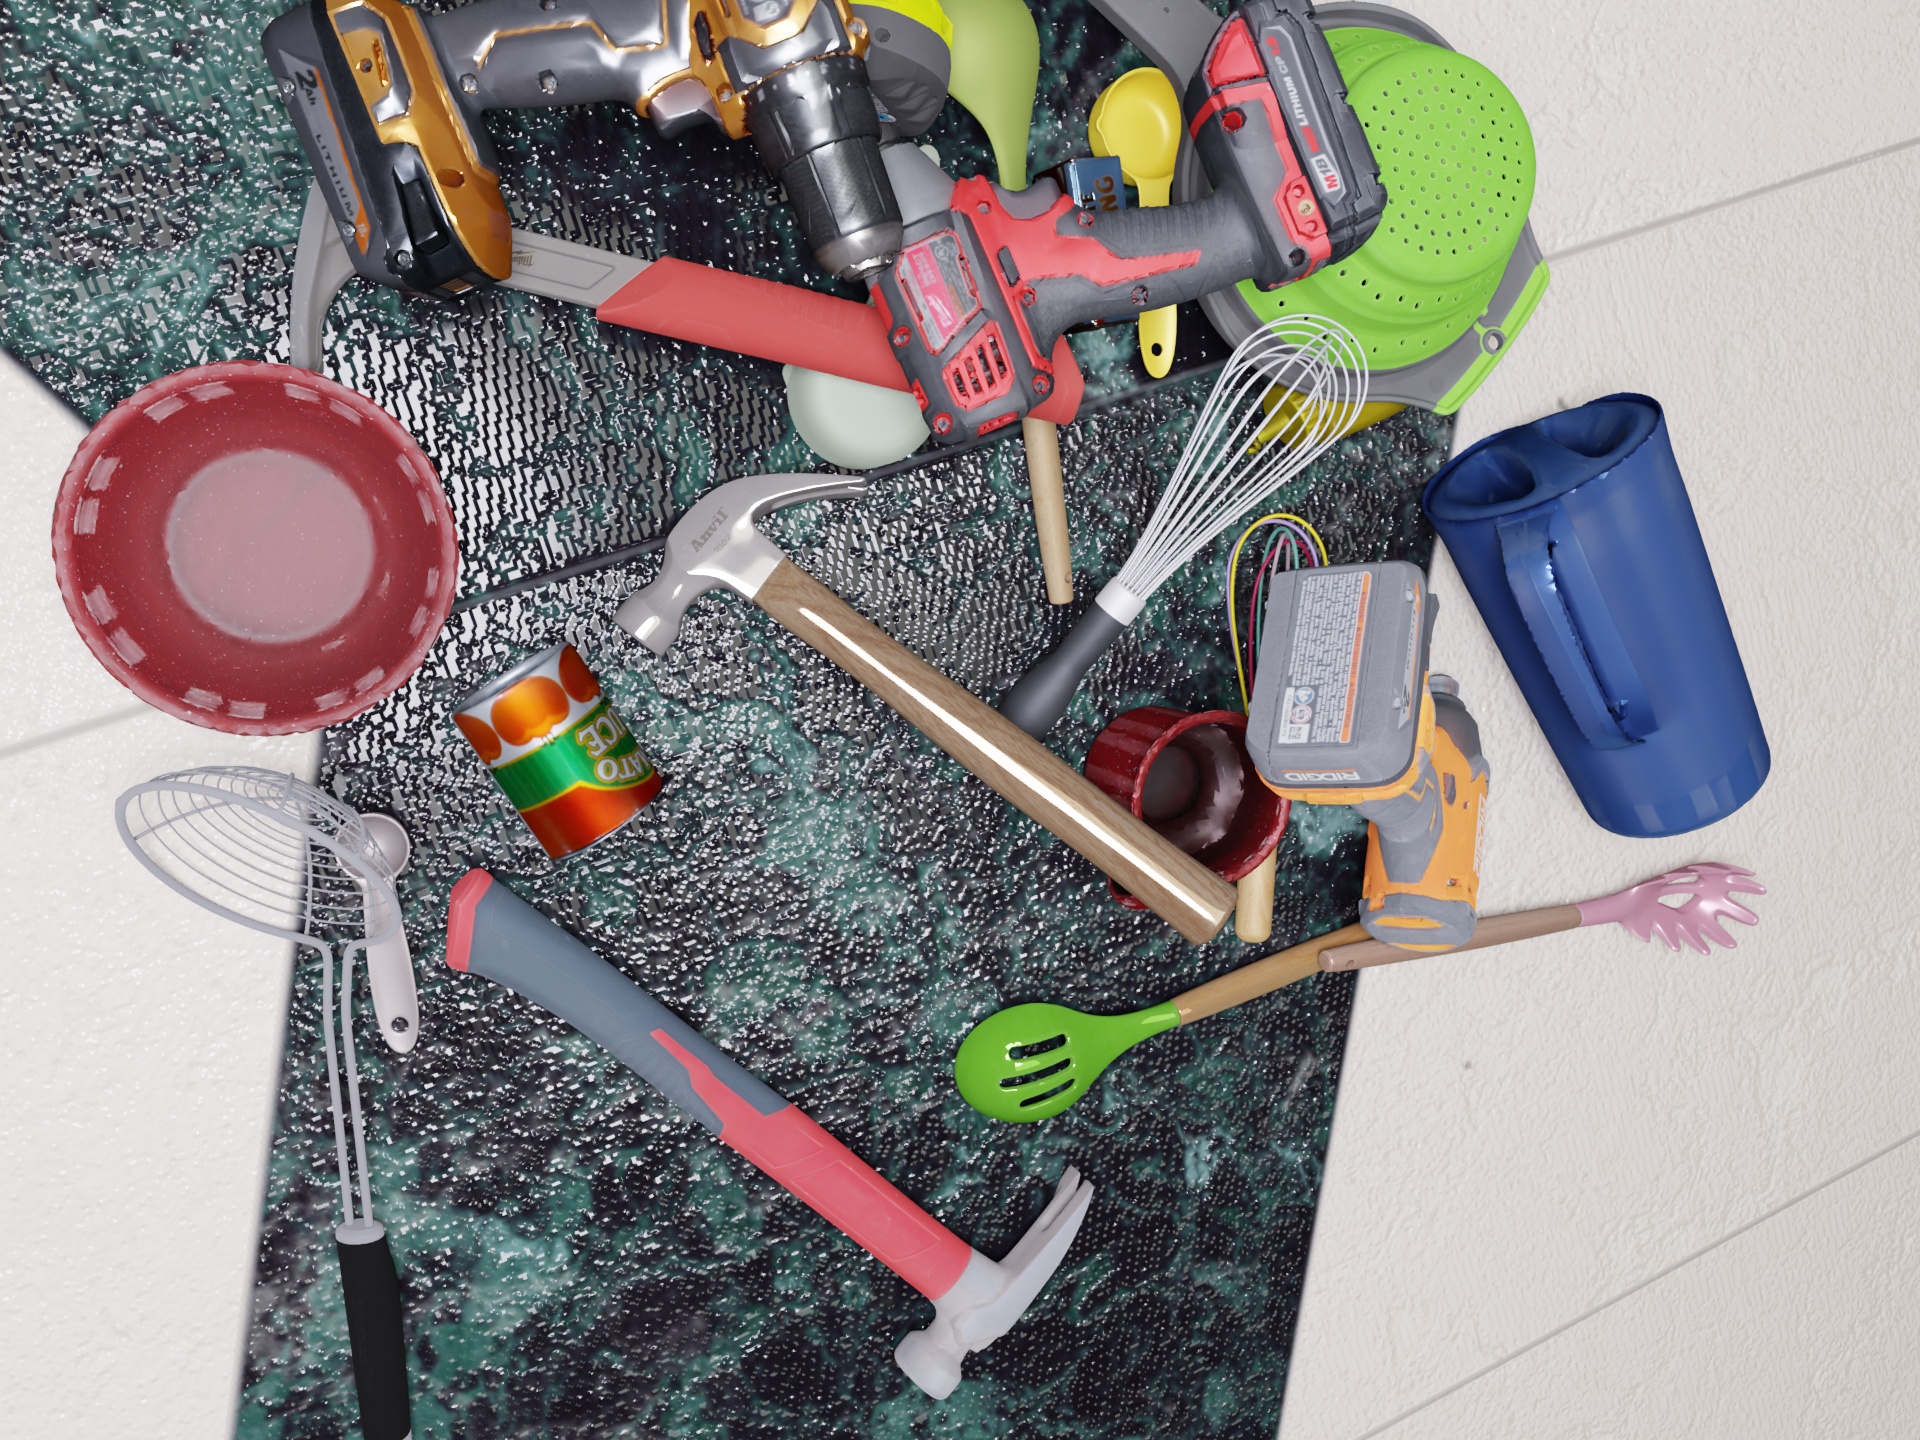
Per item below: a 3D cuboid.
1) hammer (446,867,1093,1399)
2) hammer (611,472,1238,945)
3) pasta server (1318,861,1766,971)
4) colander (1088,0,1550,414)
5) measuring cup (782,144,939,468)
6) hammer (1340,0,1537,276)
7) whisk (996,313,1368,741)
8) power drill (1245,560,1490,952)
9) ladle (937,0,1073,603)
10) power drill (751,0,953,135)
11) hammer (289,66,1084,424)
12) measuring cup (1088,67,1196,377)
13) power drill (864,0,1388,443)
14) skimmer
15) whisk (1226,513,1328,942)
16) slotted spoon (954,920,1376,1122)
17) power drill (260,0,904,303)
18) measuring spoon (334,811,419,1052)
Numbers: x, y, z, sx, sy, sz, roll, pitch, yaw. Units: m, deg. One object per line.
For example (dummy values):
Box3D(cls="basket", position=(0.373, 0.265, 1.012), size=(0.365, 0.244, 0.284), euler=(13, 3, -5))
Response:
Box3D(cls="hammer", position=(-0.098, 0.194, 0.826), size=(0.386, 0.038, 0.143), euler=(43, 81, -19))
Box3D(cls="hammer", position=(-0.001, -0.003, 0.786), size=(0.331, 0.031, 0.130), euler=(37, 84, -1))
Box3D(cls="pasta server", position=(0.357, 0.126, 0.967), size=(0.316, 0.040, 0.060), euler=(-6, 113, -22))
Box3D(cls="colander", position=(0.155, -0.317, 0.782), size=(0.397, 0.094, 0.204), euler=(38, 84, -13))
Box3D(cls="measuring cup", position=(-0.034, -0.208, 0.795), size=(0.083, 0.038, 0.167), euler=(15, 94, -20))
Box3D(cls="hammer", position=(0.216, -0.450, 0.854), size=(0.144, 0.035, 0.405), euler=(-16, 102, -16))
Box3D(cls="whisk", position=(0.104, -0.086, 0.819), size=(0.070, 0.070, 0.284), euler=(33, 106, -20))
Box3D(cls="power drill", position=(0.230, 0.008, 0.849), size=(0.226, 0.084, 0.164), euler=(46, 50, -48))
Box3D(cls="ladle", position=(0.023, -0.216, 0.818), size=(0.078, 0.062, 0.320), euler=(-27, 115, -44))
Box3D(cls="power drill", position=(-0.061, -0.394, 0.722), size=(0.171, 0.080, 0.223), euler=(12, 93, 15))
Box3D(cls="hammer", position=(-0.119, -0.184, 0.742), size=(0.359, 0.037, 0.149), euler=(12, 92, -10))
Box3D(cls="measuring cup", position=(0.097, -0.261, 0.843), size=(0.062, 0.029, 0.156), euler=(-7, 102, -18))
Box3D(cls="power drill", position=(0.061, -0.229, 0.709), size=(0.219, 0.078, 0.143), euler=(-24, 94, 0))
Box3D(cls="skimmer", position=(-0.302, 0.192, 0.727), size=(0.127, 0.090, 0.363), euler=(1, 102, 18))
Box3D(cls="whisk", position=(0.176, 0.007, 0.897), size=(0.047, 0.051, 0.245), euler=(-3, 101, -25))
Box3D(cls="slotted spoon", position=(0.145, 0.157, 0.913), size=(0.313, 0.031, 0.070), euler=(-18, 104, -18))
Box3D(cls="power drill", position=(-0.144, -0.245, 0.658), size=(0.226, 0.084, 0.185), euler=(-21, 97, 3))
Box3D(cls="measuring spoon", position=(-0.276, 0.102, 0.767), size=(0.034, 0.018, 0.124), euler=(-5, 106, -9))
